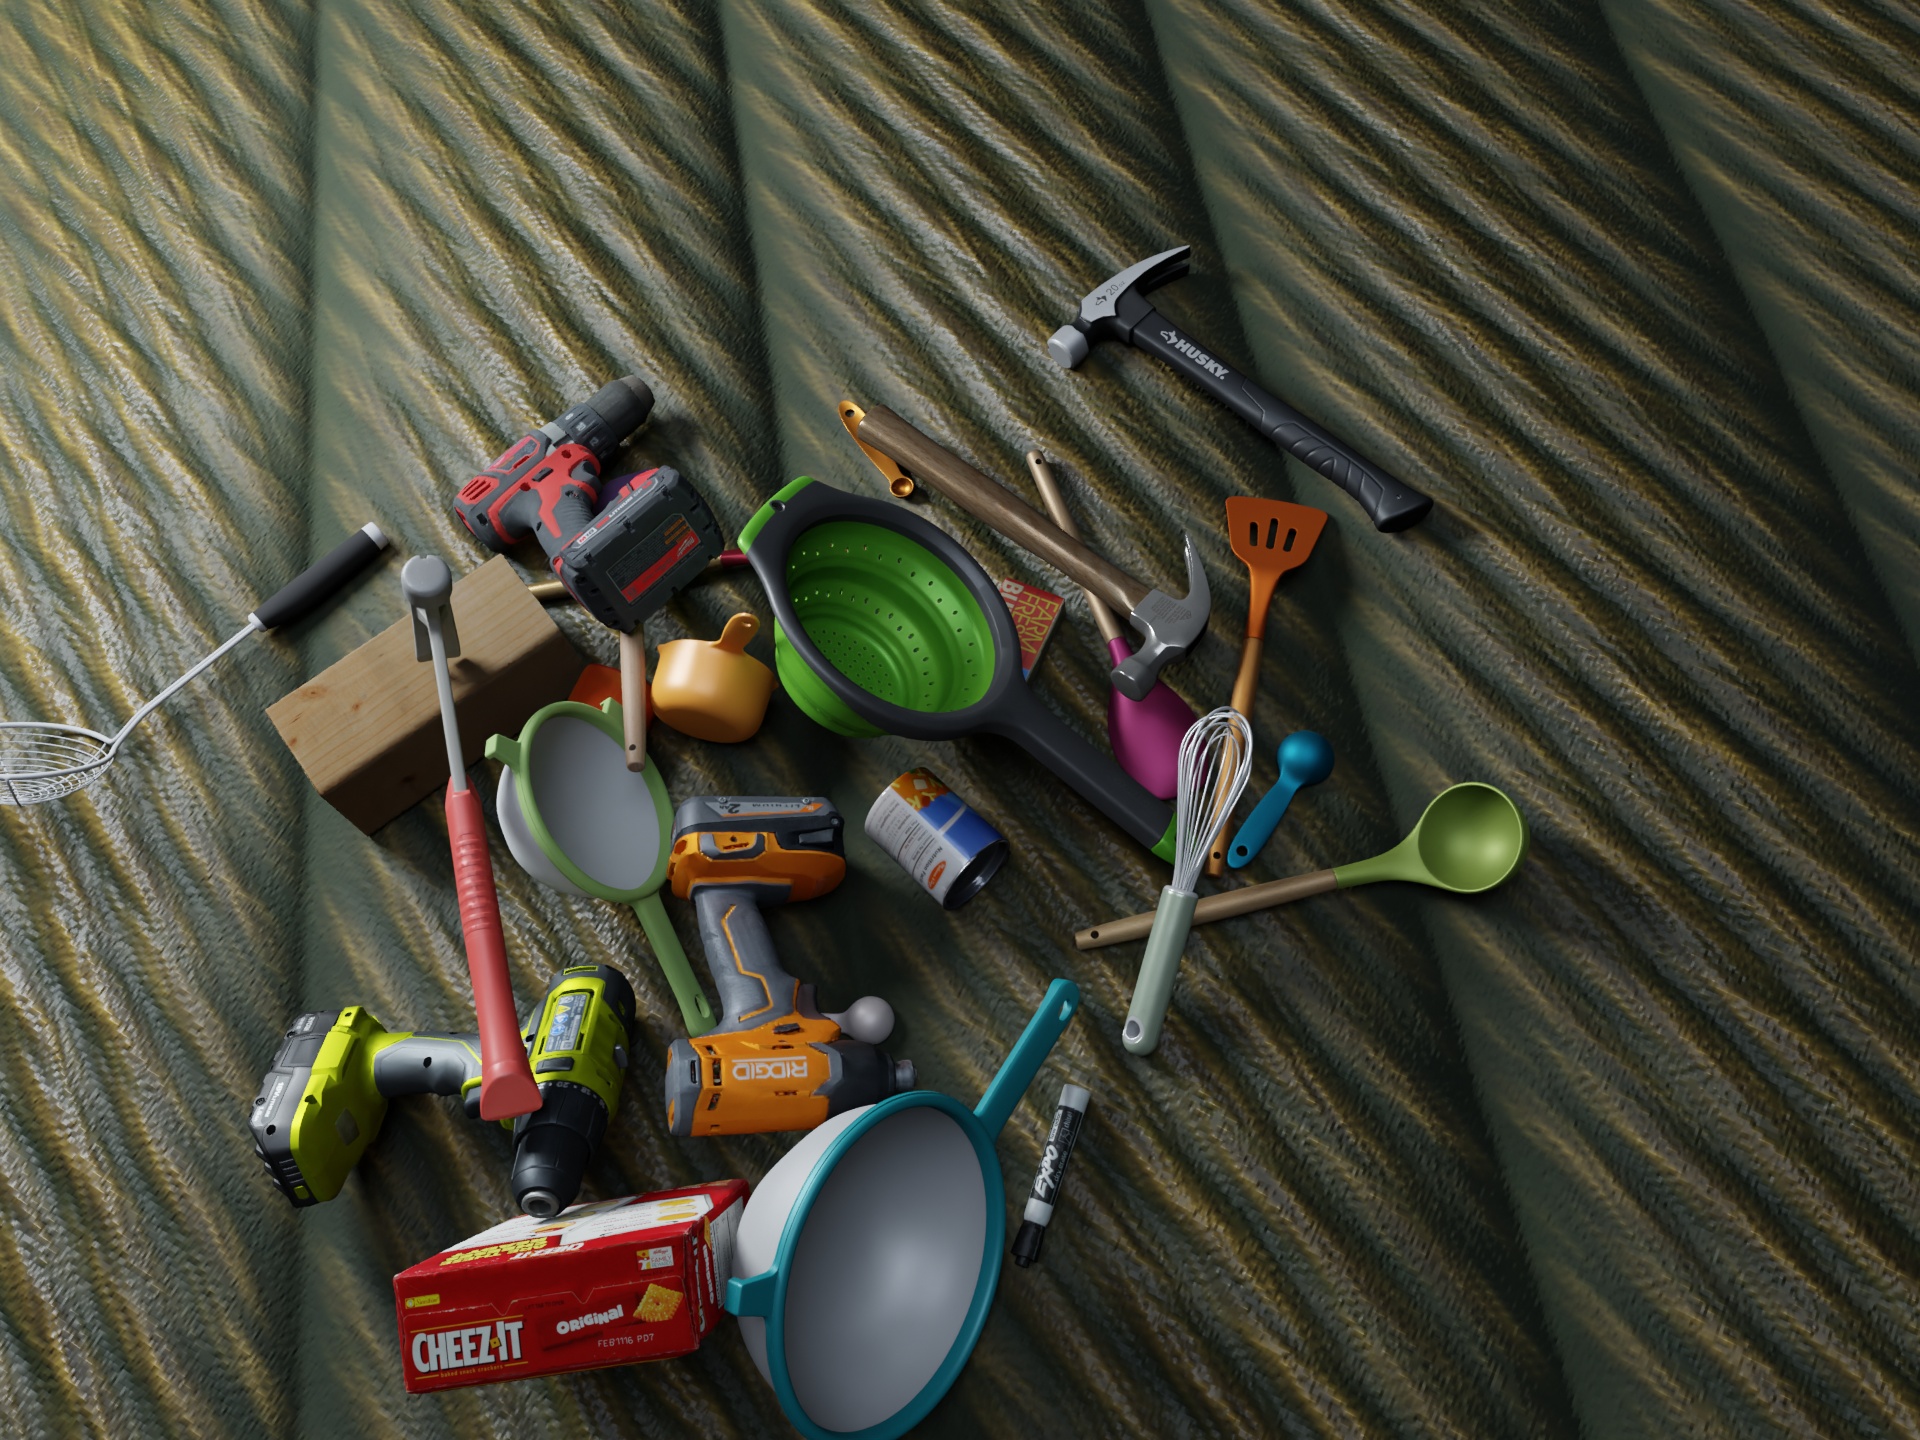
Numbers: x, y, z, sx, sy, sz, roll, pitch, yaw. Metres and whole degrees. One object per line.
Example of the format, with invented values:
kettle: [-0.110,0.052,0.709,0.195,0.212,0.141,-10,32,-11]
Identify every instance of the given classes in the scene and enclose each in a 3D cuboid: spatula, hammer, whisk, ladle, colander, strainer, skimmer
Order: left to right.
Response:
skimmer: [-0.618,-0.059,1.242,0.363,0.090,0.127,-42,37,-16]
hammer: [-0.321,0.080,1.038,0.036,0.149,0.359,-9,70,-18]
strainer: [-0.251,0.114,1.119,0.069,0.151,0.256,-25,92,24]
spatula: [-0.255,-0.084,1.222,0.060,0.018,0.316,-17,50,5]
ladle: [-0.216,-0.123,1.271,0.315,0.031,0.069,-9,55,3]
strainer: [-0.038,0.286,1.014,0.095,0.210,0.340,3,40,38]
colander: [-0.002,-0.004,1.142,0.397,0.094,0.205,39,41,-4]
hammer: [0.052,-0.152,1.232,0.331,0.031,0.130,37,69,20]
whisk: [0.153,0.110,1.086,0.058,0.059,0.246,14,88,49]
spatula: [0.216,-0.034,1.194,0.081,0.041,0.323,10,71,9]
hammer: [0.240,-0.261,1.289,0.335,0.035,0.146,41,75,20]
ladle: [0.235,0.112,1.106,0.320,0.062,0.078,-14,63,1]

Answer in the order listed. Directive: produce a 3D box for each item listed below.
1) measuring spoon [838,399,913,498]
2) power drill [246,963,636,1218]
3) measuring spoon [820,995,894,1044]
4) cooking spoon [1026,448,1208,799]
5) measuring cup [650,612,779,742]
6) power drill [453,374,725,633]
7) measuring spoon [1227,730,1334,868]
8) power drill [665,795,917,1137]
measuring spoon: [-0.071,-0.224,1.315,0.021,0.011,0.117,-29,62,-8]
power drill: [-0.335,0.252,1.045,0.228,0.080,0.191,-7,33,4]
measuring spoon: [-0.108,0.211,1.109,0.124,0.018,0.034,-5,65,3]
cooking spoon: [0.110,-0.082,1.226,0.069,0.017,0.319,-18,65,-6]
measuring cup: [-0.174,-0.029,1.147,0.095,0.173,0.052,19,70,-13]
power drill: [-0.278,-0.181,1.249,0.188,0.080,0.227,-44,47,-14]
measuring spoon: [0.229,0.055,1.143,0.042,0.021,0.129,32,65,16]
power drill: [-0.119,0.167,1.077,0.164,0.084,0.227,2,57,-16]
